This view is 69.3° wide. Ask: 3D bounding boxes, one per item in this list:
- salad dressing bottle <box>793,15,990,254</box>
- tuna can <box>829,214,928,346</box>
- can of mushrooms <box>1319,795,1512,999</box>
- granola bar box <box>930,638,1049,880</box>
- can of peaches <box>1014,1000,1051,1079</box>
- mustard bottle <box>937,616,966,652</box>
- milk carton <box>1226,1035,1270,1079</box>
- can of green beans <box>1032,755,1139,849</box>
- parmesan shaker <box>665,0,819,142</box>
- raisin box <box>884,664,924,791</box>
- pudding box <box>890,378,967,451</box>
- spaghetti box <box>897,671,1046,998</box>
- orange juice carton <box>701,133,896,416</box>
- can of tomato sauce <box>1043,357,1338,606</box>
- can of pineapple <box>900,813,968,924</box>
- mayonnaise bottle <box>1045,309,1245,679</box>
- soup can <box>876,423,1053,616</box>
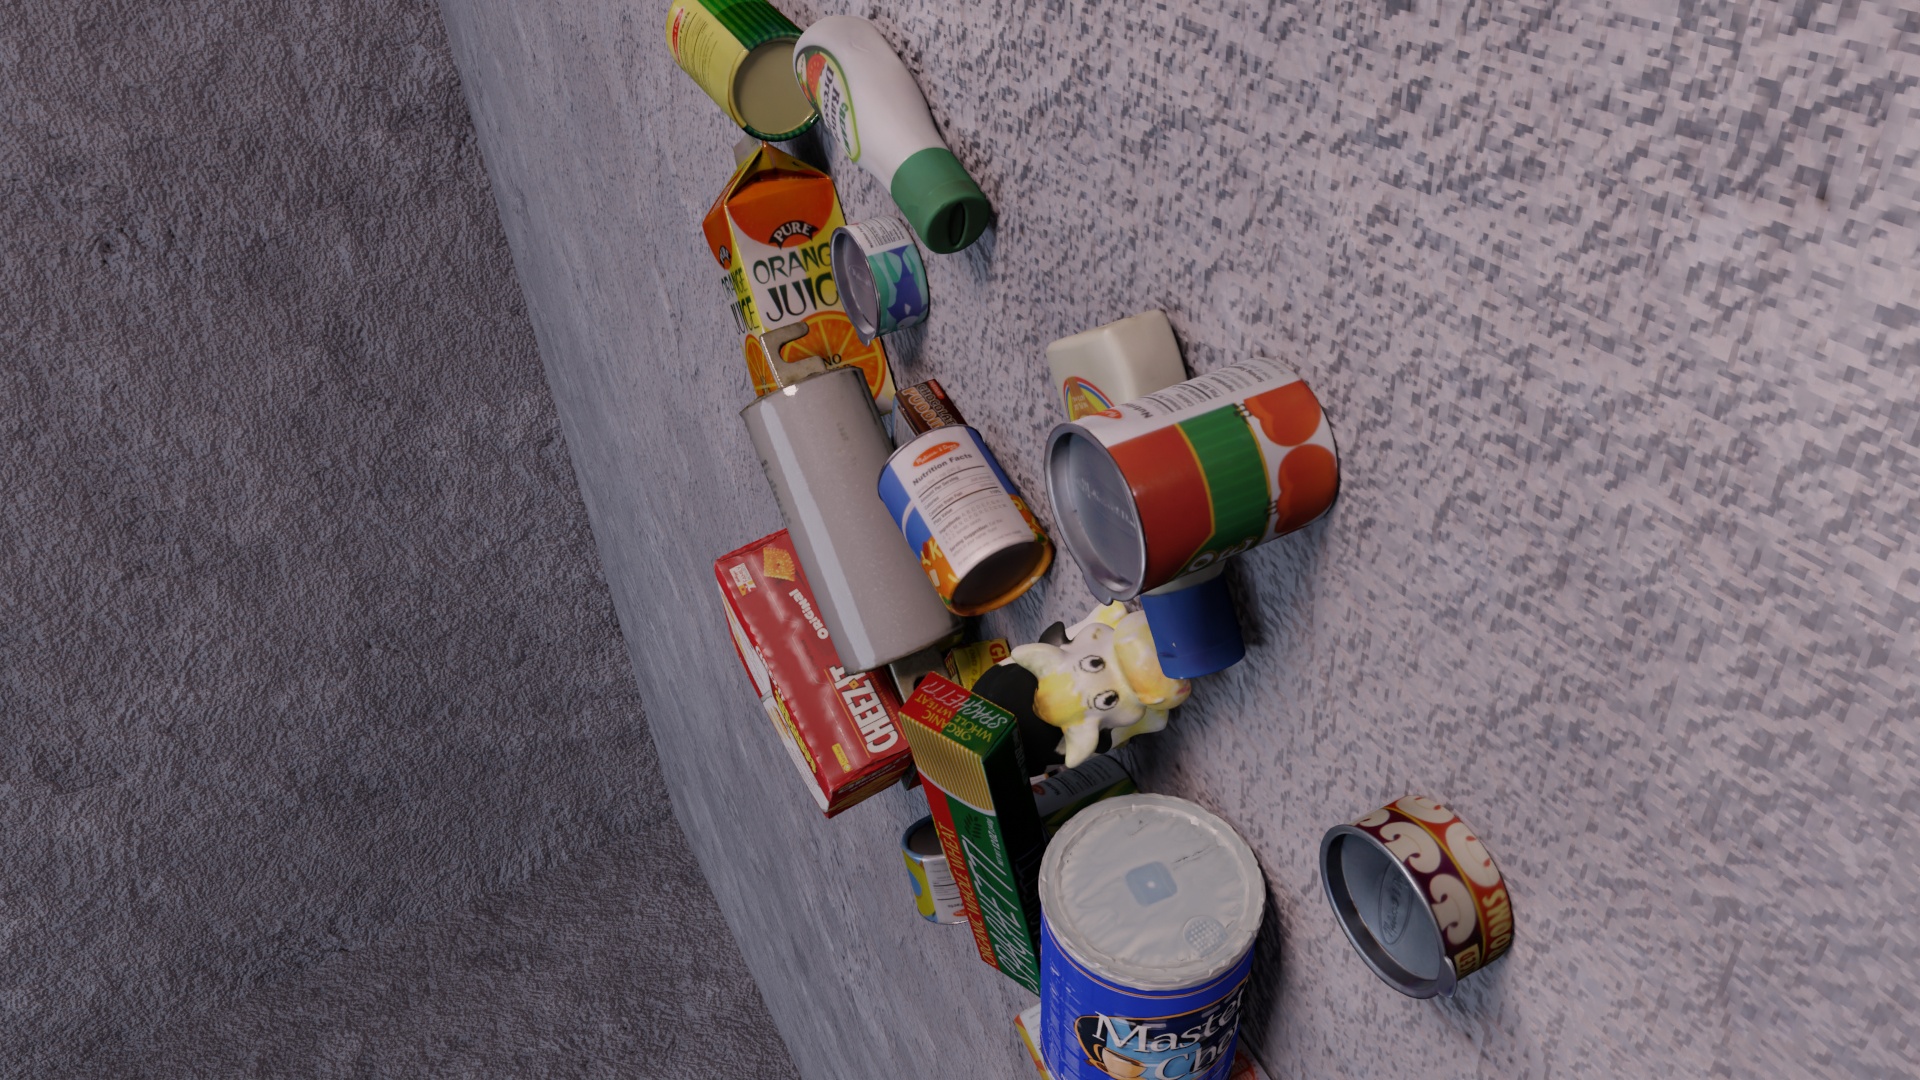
[{"bbox_3d":[-0.035,-0.203,0.692,0.148,0.044,0.064,58,159,30],"label":"salad dressing bottle"},{"bbox_3d":[-0.046,-0.148,0.793,0.071,0.033,0.070,53,155,39],"label":"tuna can"},{"bbox_3d":[0.165,0.130,0.502,0.071,0.033,0.070,53,154,40],"label":"can of mushrooms"},{"bbox_3d":[0.010,0.146,0.902,0.165,0.039,0.124,121,135,-66],"label":"granola bar box"},{"bbox_3d":[0.076,0.315,0.879,0.058,0.071,0.071,61,159,22],"label":"can of peaches"},{"bbox_3d":[-0.049,0.002,0.911,0.048,0.065,0.161,93,155,-60],"label":"mustard bottle"},{"bbox_3d":[0.115,0.295,0.740,0.191,0.074,0.072,52,154,42],"label":"milk carton"},{"bbox_3d":[0.065,0.159,0.761,0.071,0.058,0.071,53,154,39],"label":"can of green beans"},{"bbox_3d":[-0.125,-0.283,0.821,0.103,0.071,0.071,51,153,41],"label":"parmesan shaker"},{"bbox_3d":[-0.045,0.116,1.045,0.123,0.040,0.085,61,160,19],"label":"raisin box"},{"bbox_3d":[-0.019,-0.049,0.824,0.050,0.030,0.083,56,157,31],"label":"pudding box"},{"bbox_3d":[0.019,0.159,0.701,0.050,0.029,0.248,25,147,31],"label":"spaghetti box"},{"bbox_3d":[-0.108,-0.163,0.883,0.072,0.073,0.192,7,116,69],"label":"orange juice carton"},{"bbox_3d":[0.082,-0.021,0.498,0.071,0.083,0.070,53,155,39],"label":"can of tomato sauce"},{"bbox_3d":[-0.007,0.238,1.022,0.071,0.071,0.057,28,134,62],"label":"can of pineapple"},{"bbox_3d":[0.080,-0.018,0.572,0.064,0.041,0.148,-2,106,68],"label":"mayonnaise bottle"},{"bbox_3d":[0.003,-0.009,0.752,0.084,0.071,0.071,58,158,29],"label":"soup can"}]
